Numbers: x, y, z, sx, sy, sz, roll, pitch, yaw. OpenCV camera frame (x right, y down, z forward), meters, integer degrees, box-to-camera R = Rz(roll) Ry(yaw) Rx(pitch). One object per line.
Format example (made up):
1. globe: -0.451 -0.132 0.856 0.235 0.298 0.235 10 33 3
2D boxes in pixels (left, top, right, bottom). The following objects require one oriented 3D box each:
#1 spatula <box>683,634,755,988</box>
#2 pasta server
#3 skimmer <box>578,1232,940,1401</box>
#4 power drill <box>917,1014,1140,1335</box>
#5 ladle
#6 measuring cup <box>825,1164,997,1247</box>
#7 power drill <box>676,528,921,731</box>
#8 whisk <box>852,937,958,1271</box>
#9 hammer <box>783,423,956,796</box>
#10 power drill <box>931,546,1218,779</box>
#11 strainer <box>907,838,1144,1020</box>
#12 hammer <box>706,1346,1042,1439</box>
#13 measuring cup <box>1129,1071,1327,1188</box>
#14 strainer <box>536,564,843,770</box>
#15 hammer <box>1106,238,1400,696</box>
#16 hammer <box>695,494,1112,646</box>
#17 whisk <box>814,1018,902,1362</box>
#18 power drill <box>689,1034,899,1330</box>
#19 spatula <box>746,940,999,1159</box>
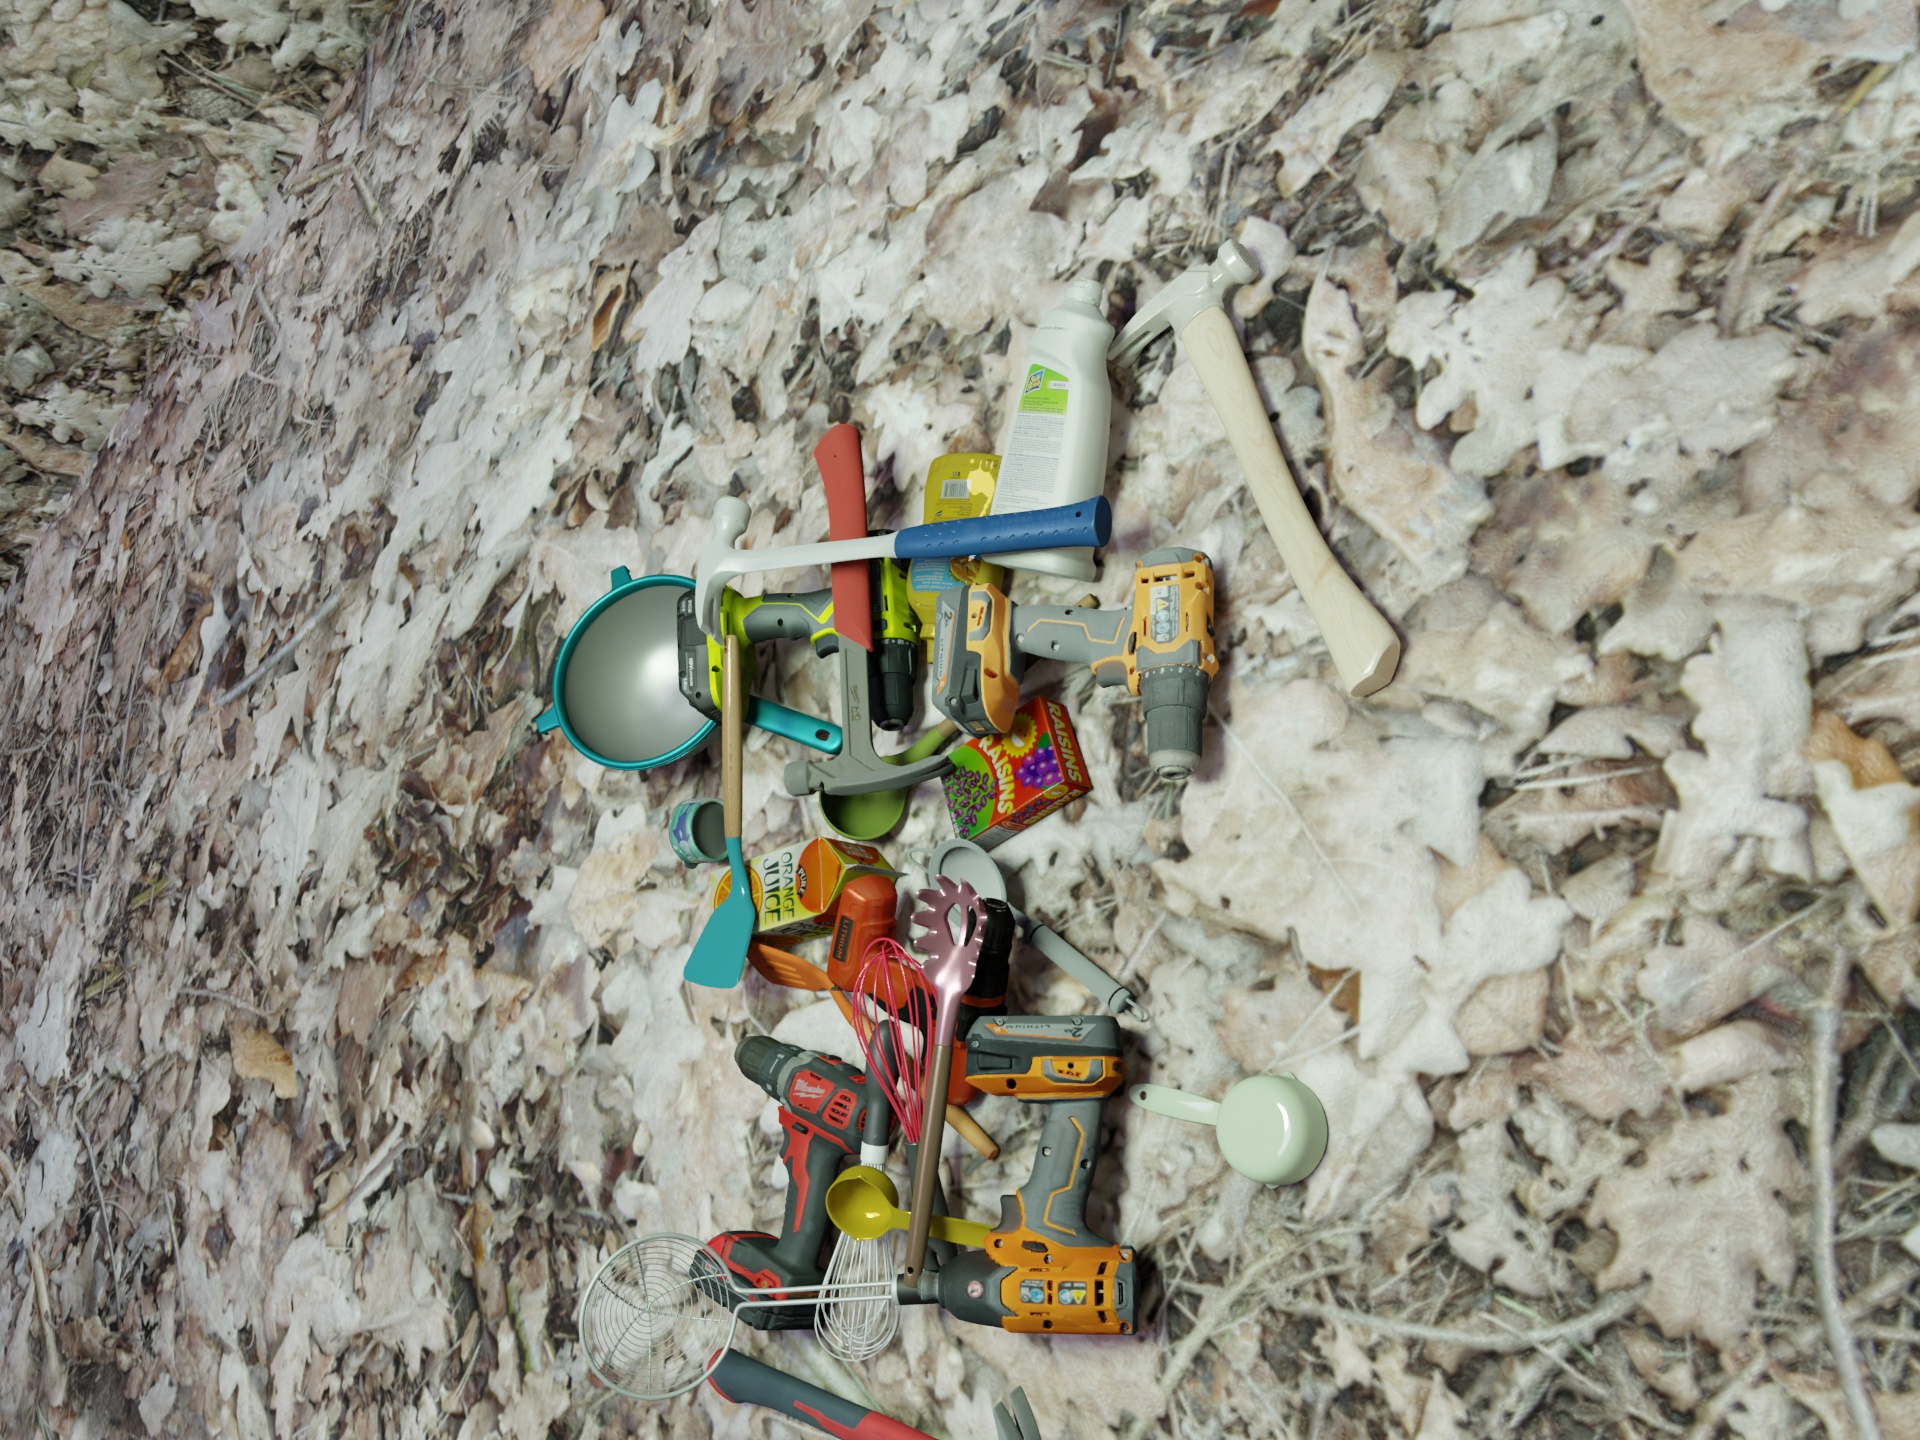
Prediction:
1. spatula: -0.214 0.081 1.446 0.082 0.044 0.317 0 90 45
2. pasta server: -0.020 0.277 1.223 0.060 0.040 0.316 6 87 27
3. skimmer: -0.116 0.457 1.246 0.363 0.090 0.127 -9 81 14
4. power drill: 0.050 0.339 1.192 0.164 0.084 0.227 -2 73 6
5. ladle: -0.002 -0.004 1.401 0.320 0.062 0.078 -41 80 21
6. measuring cup: -0.029 0.389 1.258 0.156 0.029 0.062 8 110 14
7. power drill: -0.146 -0.067 1.496 0.228 0.080 0.191 -11 68 15
8. whisk: -0.037 0.317 1.277 0.073 0.073 0.296 -3 99 41
9. hammer: -0.089 -0.108 1.434 0.149 0.036 0.359 -9 67 13
10. power drill: 0.094 -0.036 1.275 0.226 0.084 0.185 -6 68 21
11. strainer: 0.057 0.170 1.305 0.259 0.050 0.086 36 128 36
12. hammer: -0.080 0.557 1.282 0.386 0.038 0.143 -1 104 45
13. measuring cup: 0.183 0.287 1.156 0.168 0.038 0.083 4 80 41
14. strainer: -0.249 -0.018 1.612 0.340 0.095 0.211 19 77 23
15. hammer: 0.235 -0.192 1.258 0.146 0.038 0.411 -36 56 30
16. hammer: -0.062 -0.145 1.372 0.405 0.035 0.144 -3 63 30
17. whisk: -0.073 0.389 1.317 0.070 0.070 0.284 6 90 43
18. power drill: -0.160 0.399 1.405 0.188 0.080 0.227 15 84 43
19. spatula: -0.082 0.283 1.389 0.041 0.080 0.323 -42 51 -15
